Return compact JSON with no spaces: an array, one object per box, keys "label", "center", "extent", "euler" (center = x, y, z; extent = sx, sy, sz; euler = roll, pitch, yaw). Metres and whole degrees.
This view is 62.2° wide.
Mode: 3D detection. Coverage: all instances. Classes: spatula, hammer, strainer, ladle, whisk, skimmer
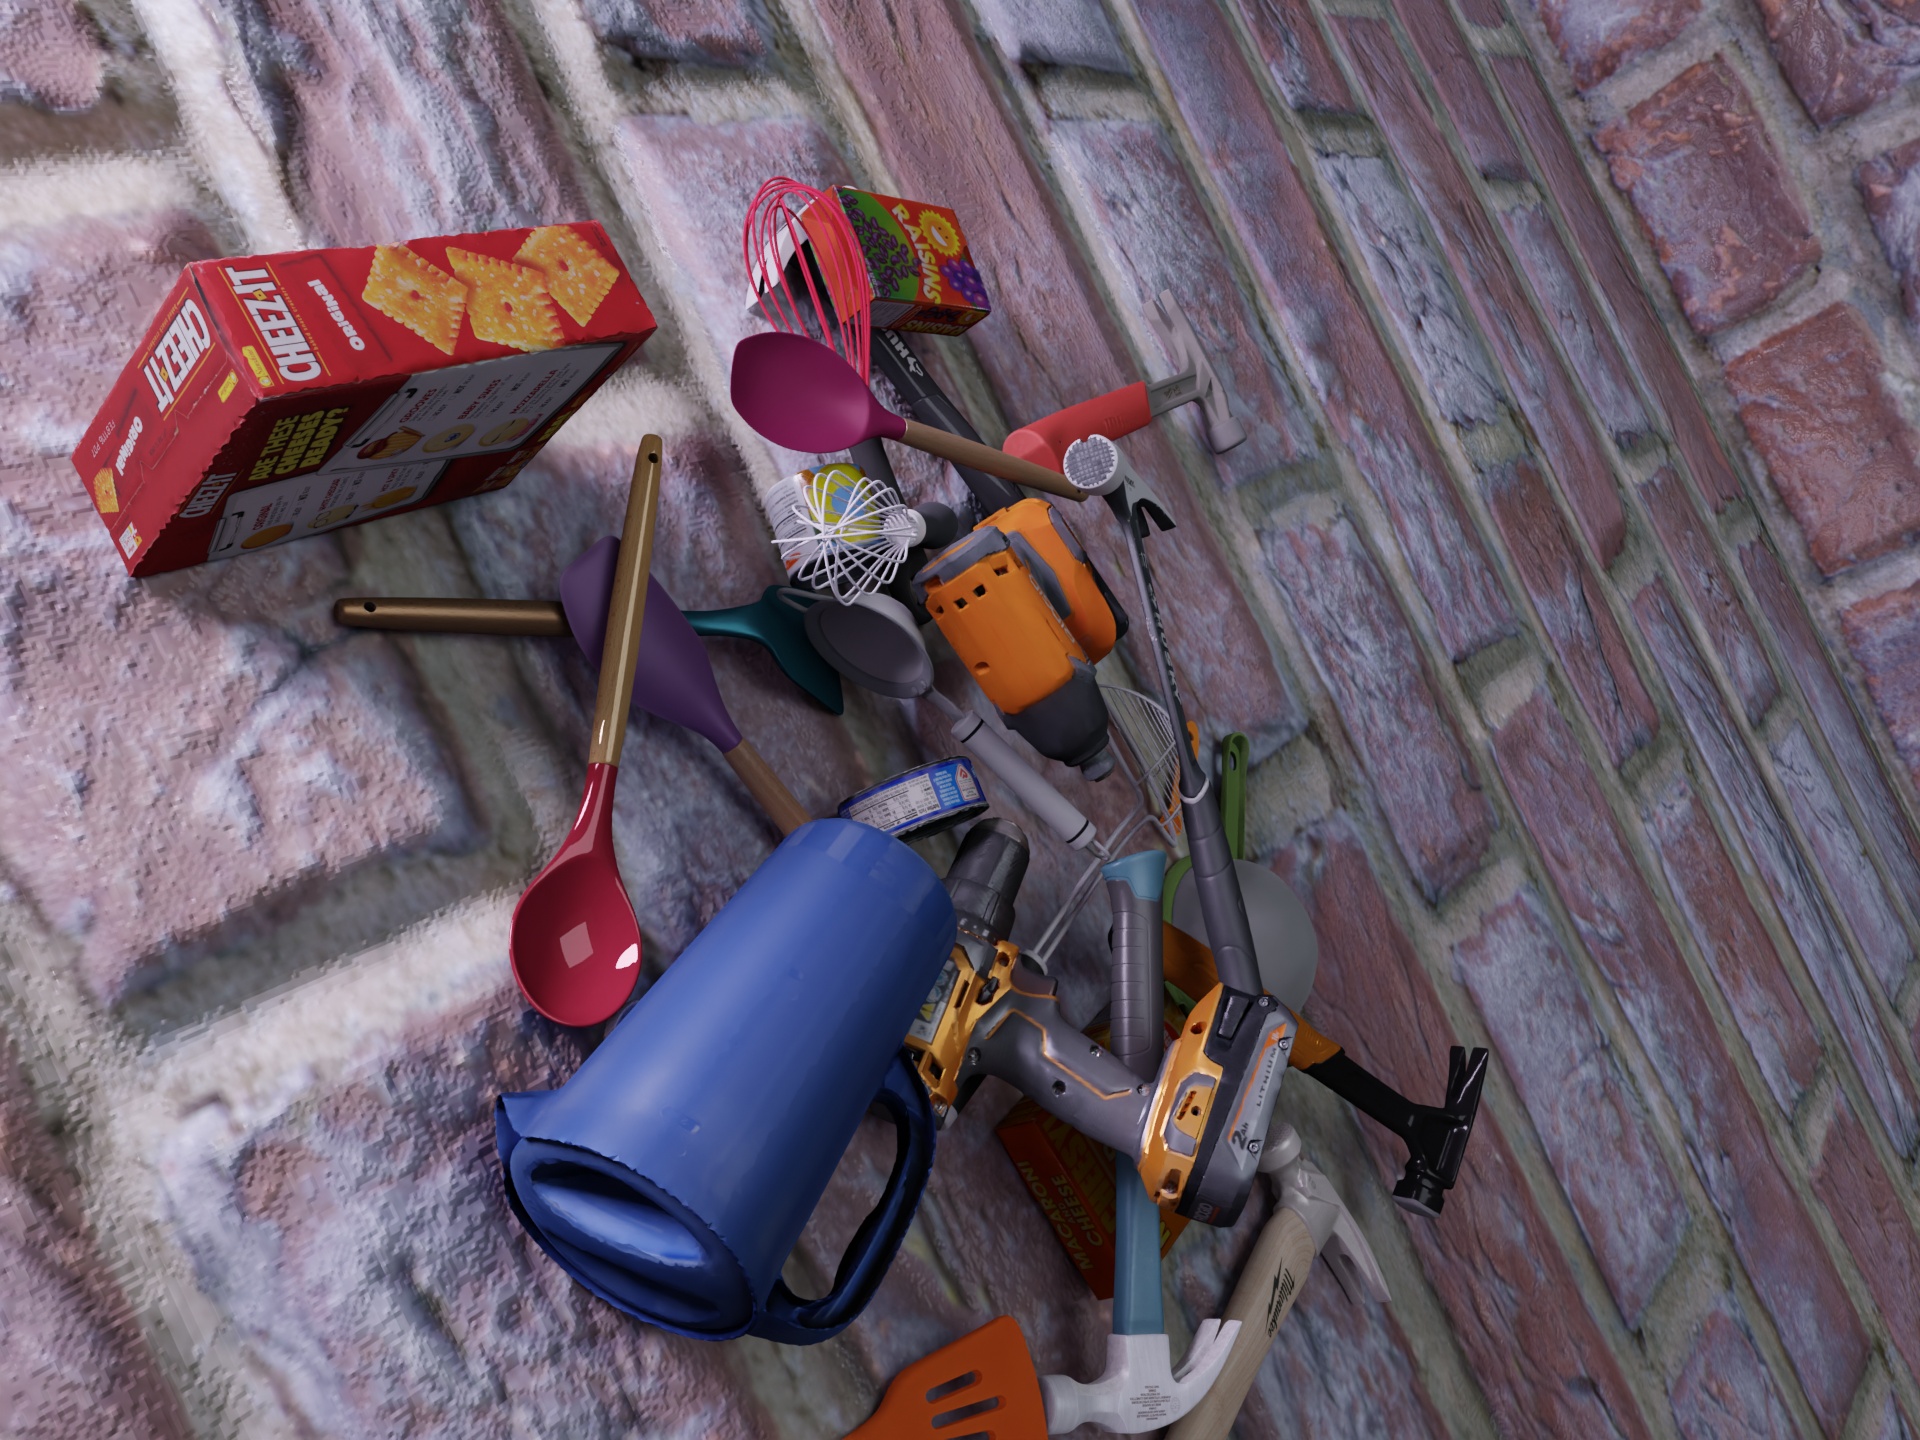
[{"label":"spatula","center":[-0.087,0.362,0.749],"extent":[0.322,0.041,0.081],"euler":[0,71,-44]},{"label":"hammer","center":[-0.018,-0.214,1.120],"extent":[0.334,0.035,0.146],"euler":[52,42,-13]},{"label":"spatula","center":[-0.113,0.035,0.887],"extent":[0.060,0.018,0.315],"euler":[-48,113,-28]},{"label":"strainer","center":[-0.002,-0.003,0.952],"extent":[0.258,0.087,0.050],"euler":[44,59,-10]},{"label":"spatula","center":[-0.186,-0.048,0.877],"extent":[0.317,0.044,0.082],"euler":[0,71,-40]},{"label":"ladle","center":[-0.180,-0.002,0.813],"extent":[0.069,0.031,0.316],"euler":[16,71,-33]},{"label":"strainer","center":[0.217,0.113,1.160],"extent":[0.151,0.069,0.257],"euler":[29,53,-32]},{"label":"hammer","center":[0.103,0.236,0.931],"extent":[0.128,0.033,0.331],"euler":[12,69,-28]},{"label":"whisk","center":[-0.040,-0.108,0.903],"extent":[0.070,0.070,0.284],"euler":[61,14,-2]},{"label":"whisk","center":[-0.068,-0.201,1.018],"extent":[0.073,0.073,0.295],"euler":[-32,109,-48]},{"label":"hammer","center":[0.145,0.025,1.018],"extent":[0.149,0.036,0.409],"euler":[14,62,-67]},{"label":"hammer","center":[0.230,0.210,1.073],"extent":[0.336,0.034,0.127],"euler":[35,68,-24]},{"label":"skimmer","center":[0.056,0.113,1.029],"extent":[0.363,0.090,0.127],"euler":[-52,120,-35]},{"label":"hammer","center":[0.152,0.428,0.958],"extent":[0.146,0.038,0.411],"euler":[57,42,-8]},{"label":"hammer","center":[0.125,-0.253,1.257],"extent":[0.149,0.036,0.359],"euler":[61,35,-3]}]

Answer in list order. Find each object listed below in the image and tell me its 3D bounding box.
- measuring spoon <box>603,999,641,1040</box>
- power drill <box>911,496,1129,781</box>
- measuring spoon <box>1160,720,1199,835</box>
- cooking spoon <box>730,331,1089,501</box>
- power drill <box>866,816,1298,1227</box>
[{"label":"measuring spoon","center":[-0.142,0.144,0.828],"extent":[0.124,0.018,0.034],"euler":[-25,112,-55]},{"label":"power drill","center":[0.051,-0.054,1.009],"extent":[0.164,0.084,0.226],"euler":[56,15,-8]},{"label":"measuring spoon","center":[0.164,0.042,1.191],"extent":[0.021,0.011,0.117],"euler":[44,41,-23]},{"label":"cooking spoon","center":[-0.022,-0.180,1.018],"extent":[0.318,0.017,0.069],"euler":[10,84,-45]},{"label":"power drill","center":[0.068,0.162,0.888],"extent":[0.226,0.084,0.185],"euler":[18,62,11]}]
